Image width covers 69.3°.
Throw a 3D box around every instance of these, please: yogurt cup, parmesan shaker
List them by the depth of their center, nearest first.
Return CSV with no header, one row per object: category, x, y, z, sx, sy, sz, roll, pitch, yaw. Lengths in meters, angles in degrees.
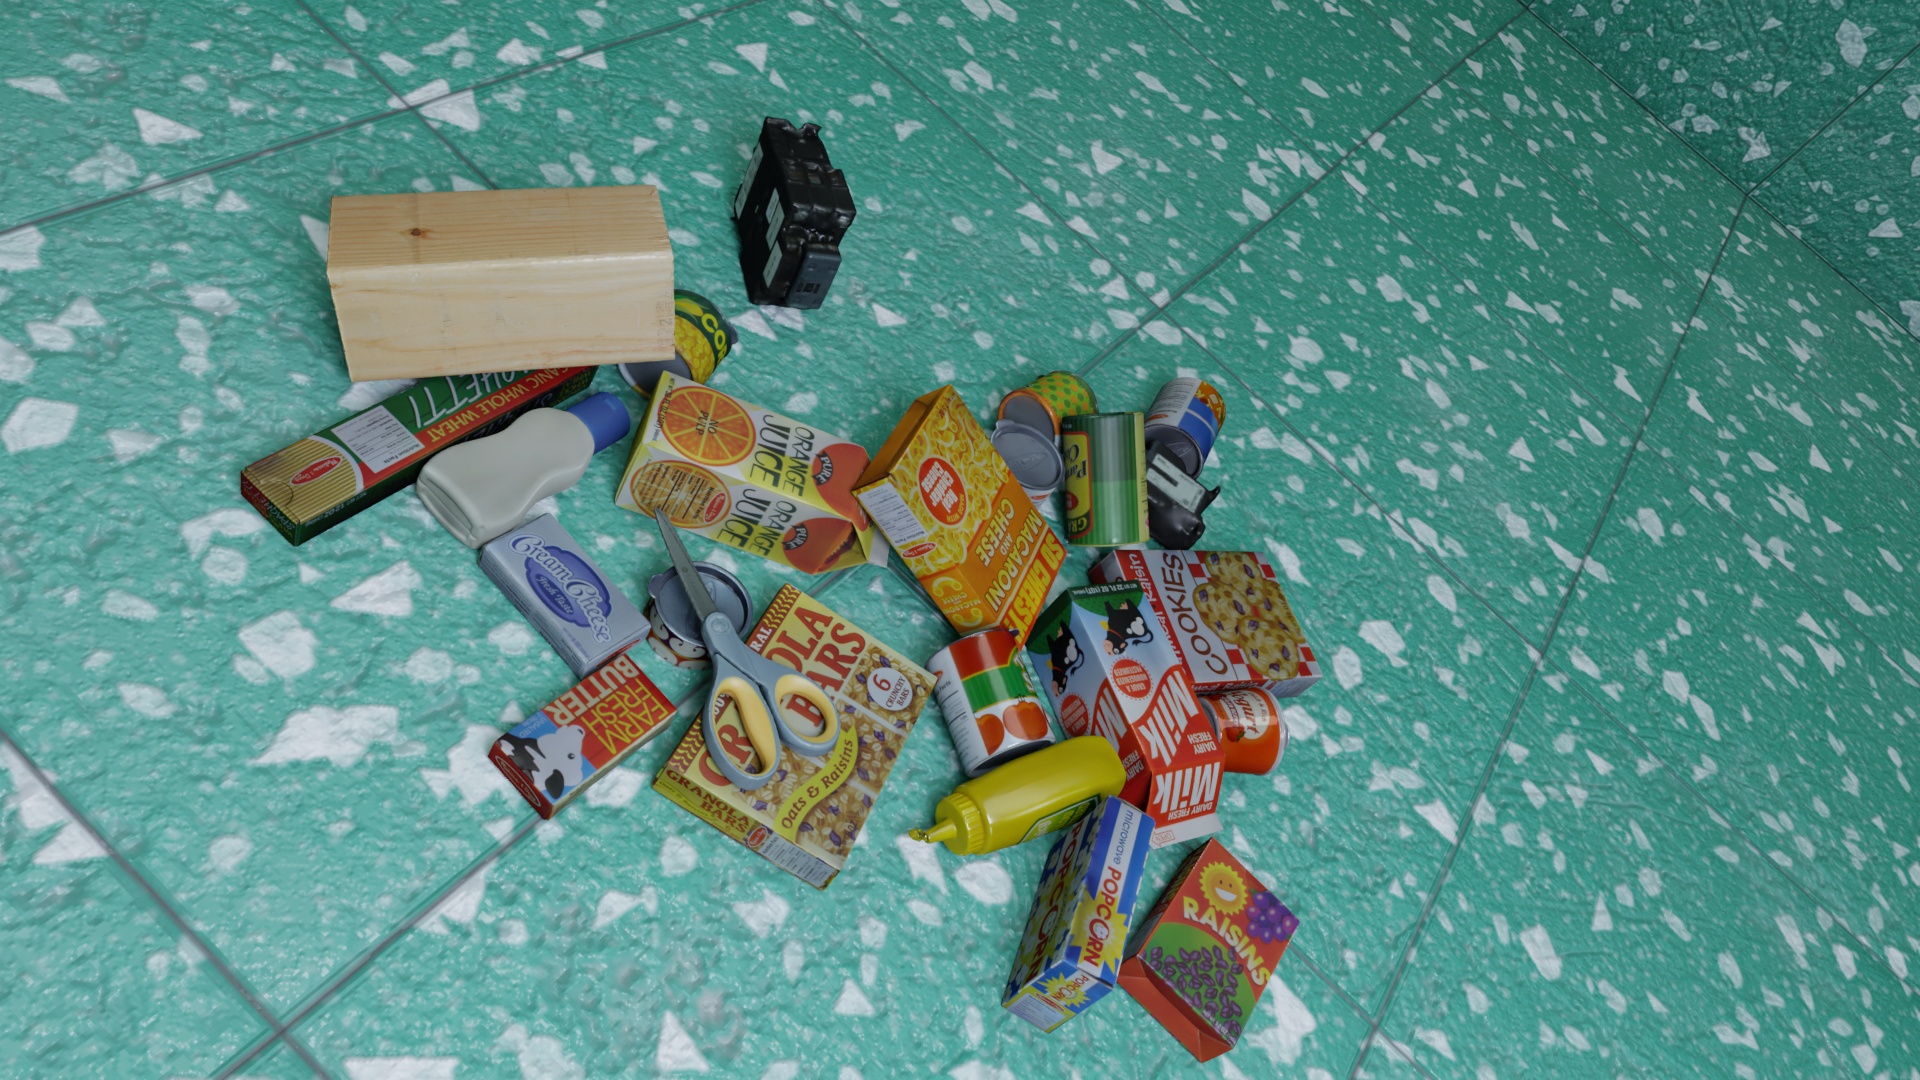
yogurt cup,0.204,0.145,1.048,0.054,0.072,0.073,1,55,-22
parmesan shaker,0.116,-0.050,1.114,0.071,0.071,0.103,-8,97,-36

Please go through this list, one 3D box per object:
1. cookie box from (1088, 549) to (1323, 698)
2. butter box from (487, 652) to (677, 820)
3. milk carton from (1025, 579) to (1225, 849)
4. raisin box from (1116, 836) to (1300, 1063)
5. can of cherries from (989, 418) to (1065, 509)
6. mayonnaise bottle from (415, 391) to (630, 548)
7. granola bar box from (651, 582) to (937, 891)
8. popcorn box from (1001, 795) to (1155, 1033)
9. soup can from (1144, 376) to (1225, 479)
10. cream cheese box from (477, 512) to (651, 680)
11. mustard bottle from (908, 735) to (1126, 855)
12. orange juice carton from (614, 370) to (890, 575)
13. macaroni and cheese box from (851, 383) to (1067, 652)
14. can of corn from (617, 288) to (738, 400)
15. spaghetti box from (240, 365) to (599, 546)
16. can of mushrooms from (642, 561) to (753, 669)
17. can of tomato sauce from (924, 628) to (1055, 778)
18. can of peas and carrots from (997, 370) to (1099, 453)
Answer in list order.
cookie box,0.197,0.069,1.121,0.168,0.040,0.123,1,55,-32
butter box,-0.224,0.116,0.831,0.053,0.024,0.104,45,45,6
milk carton,0.123,0.128,1.002,0.072,0.073,0.191,-5,59,-35
raisin box,0.167,0.274,0.938,0.086,0.040,0.124,43,44,6
can of cherries,0.040,-0.052,1.106,0.071,0.058,0.072,16,49,-20
mayonnaise bottle,-0.282,-0.054,0.919,0.065,0.041,0.149,46,44,3
granola bar box,-0.102,0.122,0.891,0.124,0.038,0.166,33,45,-4
popcorn box,0.076,0.235,0.879,0.038,0.084,0.127,31,46,-6
soup can,0.195,-0.095,1.232,0.071,0.071,0.084,36,44,-2
cream cheese box,-0.251,0.034,0.879,0.104,0.024,0.053,46,45,8
mustard bottle,0.034,0.176,0.920,0.161,0.065,0.049,-14,59,-32
orange juice carton,-0.135,-0.039,0.975,0.193,0.072,0.072,20,47,-18
macaroni and cheese box,0.004,-0.013,1.017,0.166,0.040,0.124,54,38,-21
can of corn,-0.206,-0.140,1.014,0.071,0.070,0.058,32,46,-7
spaghetti box,-0.343,-0.077,0.907,0.050,0.028,0.251,43,45,5
can of mushrooms,-0.175,0.048,0.909,0.071,0.033,0.071,17,49,-20
can of tomato sauce,0.022,0.112,0.954,0.071,0.071,0.083,-6,63,-35
can of peas and carrots,0.071,-0.105,1.162,0.059,0.070,0.071,-30,74,-43
